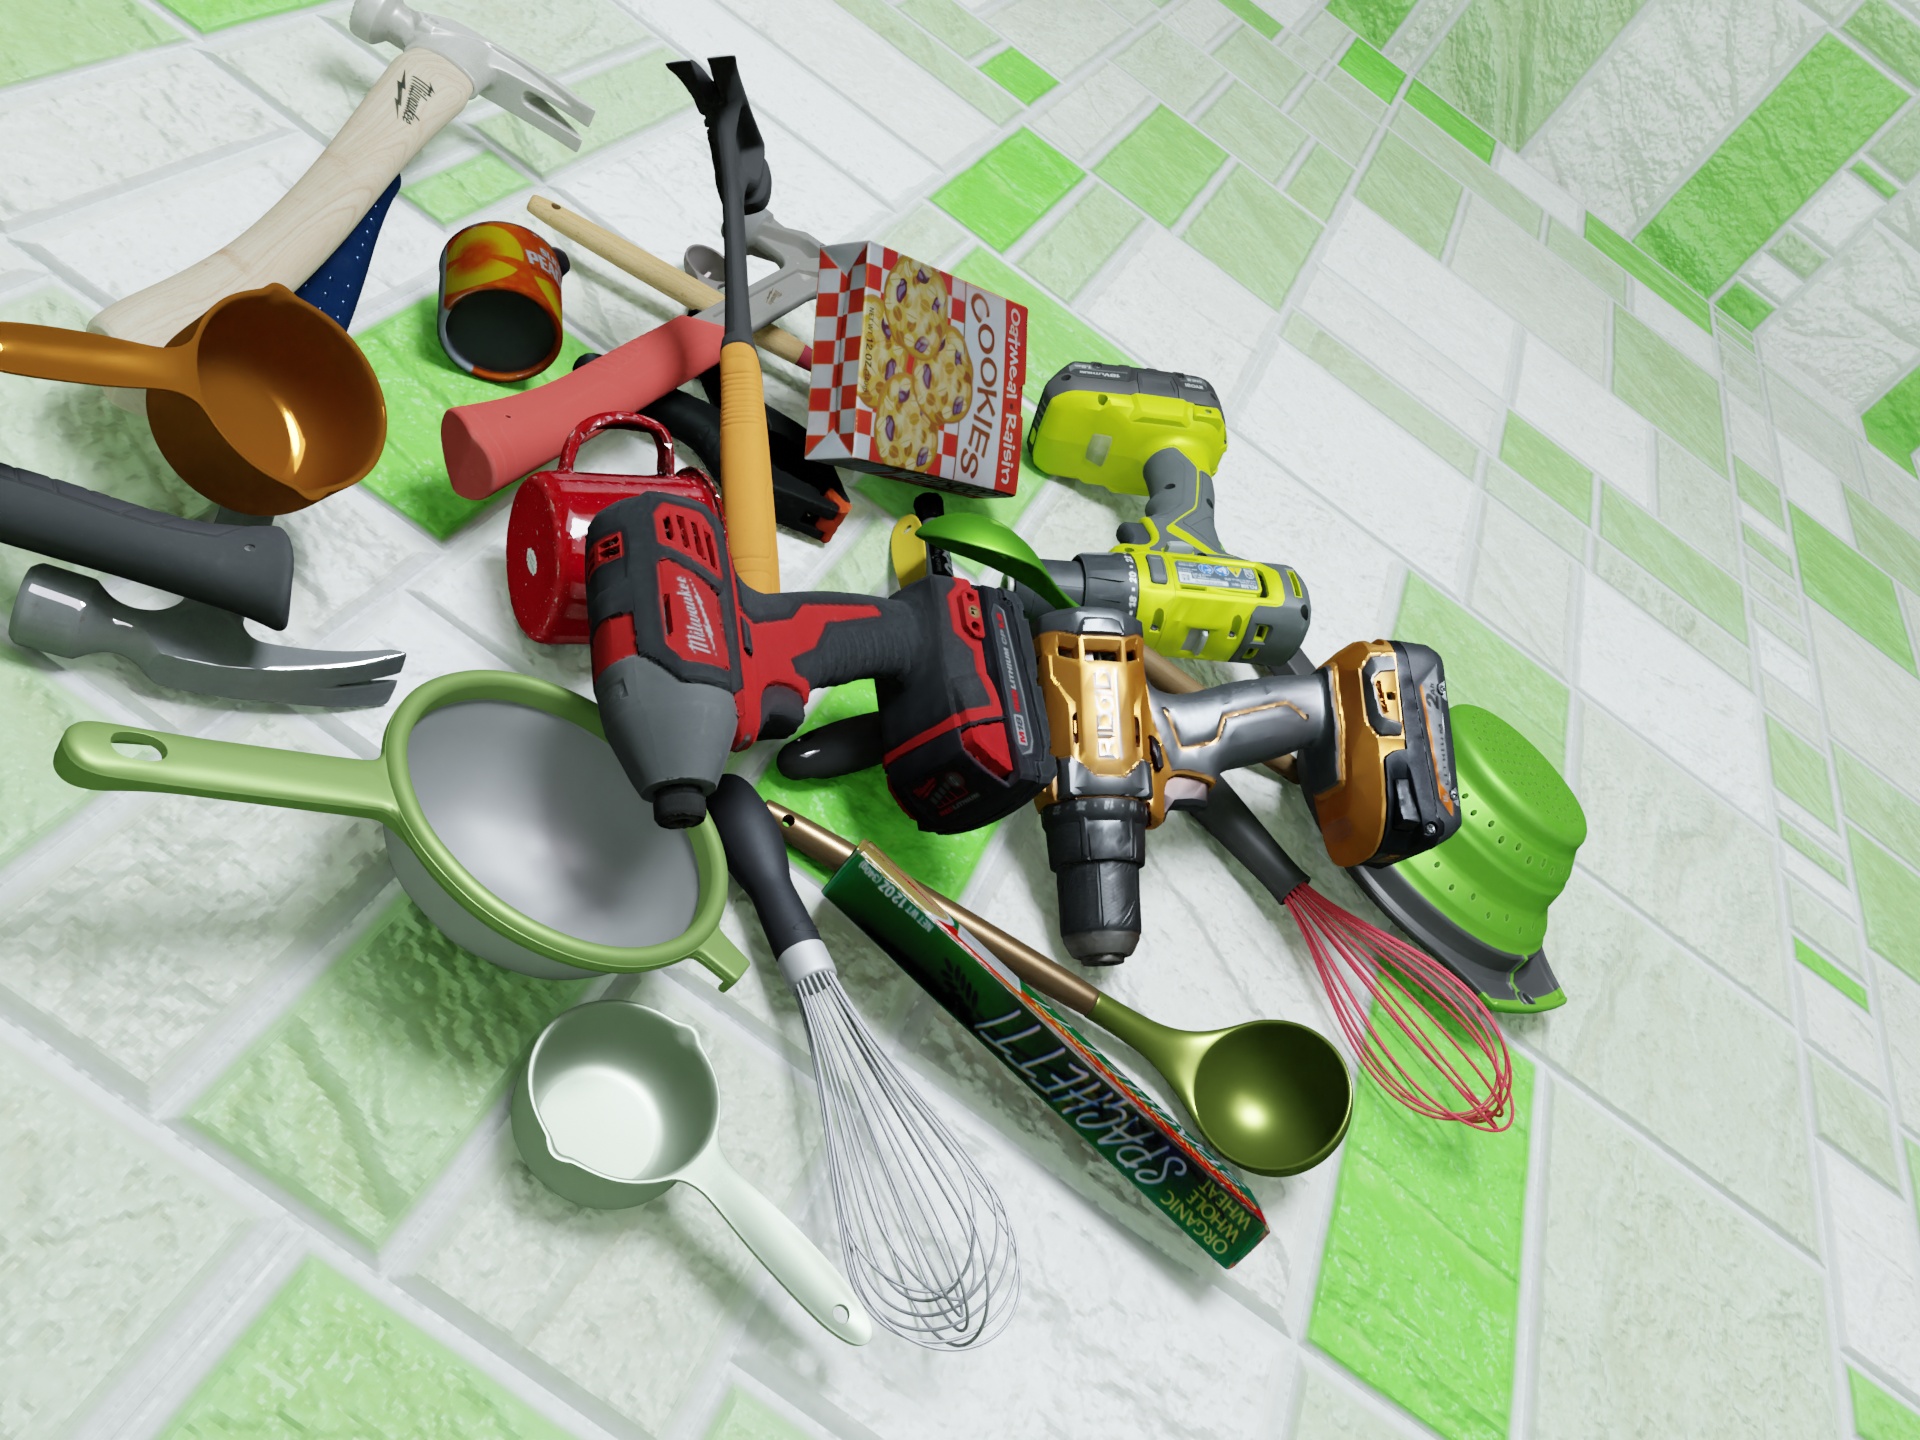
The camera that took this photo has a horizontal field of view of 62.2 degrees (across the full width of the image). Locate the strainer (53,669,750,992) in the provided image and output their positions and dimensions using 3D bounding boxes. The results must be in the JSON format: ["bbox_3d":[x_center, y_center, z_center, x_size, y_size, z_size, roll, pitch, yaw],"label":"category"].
[{"bbox_3d":[-0.209,0.047,0.600,0.256,0.069,0.152,13,38,-44],"label":"strainer"}]

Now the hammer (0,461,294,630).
[{"bbox_3d":[-0.417,-0.095,0.590,0.334,0.035,0.146,17,42,-12],"label":"hammer"}]

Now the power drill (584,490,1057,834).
[{"bbox_3d":[-0.064,-0.013,0.718,0.219,0.078,0.143,11,60,-41],"label":"power drill"}]

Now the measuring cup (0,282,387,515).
[{"bbox_3d":[-0.318,-0.129,0.635,0.173,0.052,0.095,-2,78,-54],"label":"measuring cup"}]

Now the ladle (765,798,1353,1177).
[{"bbox_3d":[0.045,0.120,0.763,0.320,0.062,0.078,31,64,-5],"label":"ladle"}]

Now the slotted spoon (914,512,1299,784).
[{"bbox_3d":[0.102,-0.040,0.944,0.313,0.031,0.070,33,-8,-28],"label":"slotted spoon"}]

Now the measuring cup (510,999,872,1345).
[{"bbox_3d":[-0.101,0.180,0.603,0.167,0.038,0.083,44,39,4],"label":"measuring cup"}]

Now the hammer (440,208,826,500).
[{"bbox_3d":[-0.150,-0.199,0.882,0.149,0.036,0.359,37,39,2],"label":"hammer"}]

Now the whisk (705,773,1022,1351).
[{"bbox_3d":[-0.052,0.132,0.677,0.070,0.070,0.285,0,47,-38],"label":"whisk"}]

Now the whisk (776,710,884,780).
[{"bbox_3d":[-0.001,-0.002,0.856,0.239,0.055,0.055,-16,63,-41],"label":"whisk"}]

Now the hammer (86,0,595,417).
[{"bbox_3d":[-0.315,-0.271,0.826,0.146,0.038,0.411,27,40,-15],"label":"hammer"}]

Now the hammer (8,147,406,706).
[{"bbox_3d":[-0.319,-0.164,0.773,0.144,0.035,0.406,18,43,-24],"label":"hammer"}]

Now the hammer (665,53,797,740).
[{"bbox_3d":[-0.110,-0.158,0.803,0.034,0.127,0.337,-5,80,2],"label":"hammer"}]

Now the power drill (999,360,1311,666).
[{"bbox_3d":[0.111,-0.133,1.037,0.190,0.080,0.229,5,48,-13],"label":"power drill"}]

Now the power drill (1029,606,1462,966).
[{"bbox_3d":[0.146,0.037,0.845,0.226,0.084,0.185,3,73,-14],"label":"power drill"}]

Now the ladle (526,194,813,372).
[{"bbox_3d":[-0.124,-0.243,0.998,0.315,0.031,0.069,27,45,-17],"label":"ladle"}]

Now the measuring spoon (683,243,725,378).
[{"bbox_3d":[-0.166,-0.256,1.007,0.034,0.018,0.124,20,48,-25],"label":"measuring spoon"}]

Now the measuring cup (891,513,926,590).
[{"bbox_3d":[-0.020,-0.073,0.919,0.029,0.062,0.157,52,16,-32],"label":"measuring cup"}]

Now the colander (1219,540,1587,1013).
[{"bbox_3d":[0.277,-0.003,1.018,0.204,0.094,0.398,8,43,-46],"label":"colander"}]

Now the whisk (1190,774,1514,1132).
[{"bbox_3d":[0.202,0.111,0.897,0.073,0.073,0.296,-14,55,-45],"label":"whisk"}]
